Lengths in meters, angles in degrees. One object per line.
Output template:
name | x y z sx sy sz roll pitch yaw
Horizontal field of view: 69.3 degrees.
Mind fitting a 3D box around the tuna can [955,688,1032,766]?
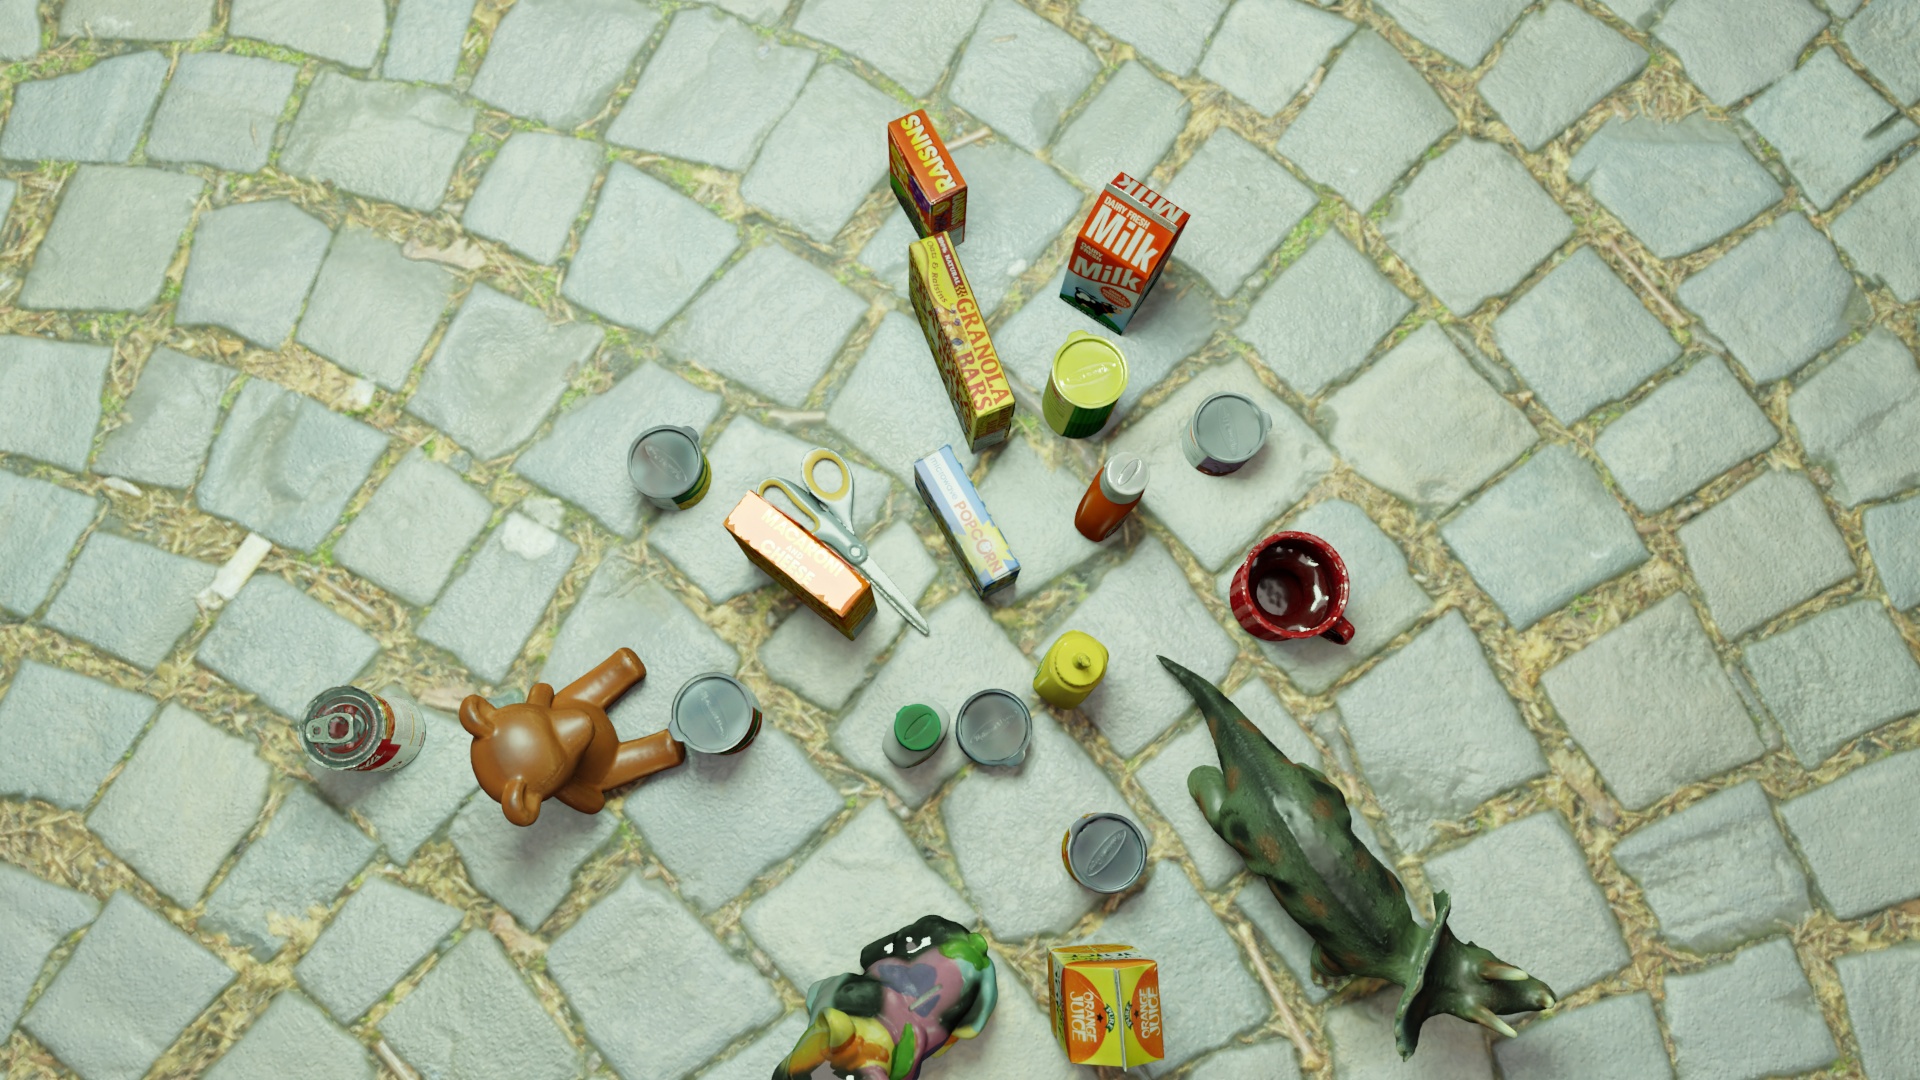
tuna can | 0.030 0.165 1.207 0.071 0.032 0.071 0 79 -2

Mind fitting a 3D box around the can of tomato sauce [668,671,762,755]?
can of tomato sauce | -0.206 0.150 1.176 0.071 0.083 0.071 0 79 -2

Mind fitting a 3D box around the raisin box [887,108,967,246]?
raisin box | -0.031 -0.321 1.256 0.040 0.123 0.086 -27 81 -6

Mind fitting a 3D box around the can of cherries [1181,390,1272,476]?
can of cherries | 0.240 -0.095 1.253 0.071 0.058 0.071 0 79 -2

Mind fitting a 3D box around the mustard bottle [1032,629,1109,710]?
mustard bottle | 0.095 0.104 1.156 0.049 0.160 0.065 31 80 4

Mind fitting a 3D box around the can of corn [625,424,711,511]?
can of corn | -0.255 -0.065 1.230 0.071 0.058 0.071 0 79 -2

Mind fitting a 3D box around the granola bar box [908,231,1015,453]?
granola bar box | 0.000 -0.173 1.227 0.039 0.124 0.165 -20 80 -5

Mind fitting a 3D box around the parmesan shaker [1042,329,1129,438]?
parmesan shaker | 0.109 -0.138 1.235 0.071 0.103 0.071 0 79 -2

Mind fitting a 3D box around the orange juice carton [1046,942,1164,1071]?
orange juice carton | 0.113 0.362 1.089 0.073 0.192 0.072 -2 79 -2

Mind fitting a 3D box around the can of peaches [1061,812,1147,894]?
can of peaches | 0.119 0.262 1.177 0.071 0.058 0.071 0 79 -2

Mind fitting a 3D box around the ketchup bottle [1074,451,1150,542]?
ketchup bottle | 0.132 -0.041 1.193 0.043 0.148 0.065 37 80 5

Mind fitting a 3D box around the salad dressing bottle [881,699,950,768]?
salad dressing bottle | -0.036 0.158 1.147 0.064 0.147 0.044 -44 83 -9

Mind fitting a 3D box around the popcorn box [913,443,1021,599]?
popcorn box | 0.004 -0.015 1.216 0.038 0.085 0.127 -29 81 -7

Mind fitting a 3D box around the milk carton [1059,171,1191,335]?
milk carton | 0.144 -0.255 1.215 0.072 0.190 0.073 33 80 4

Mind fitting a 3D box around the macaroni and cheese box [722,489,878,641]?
macaroni and cheese box | -0.130 0.023 1.162 0.124 0.166 0.040 38 80 5
